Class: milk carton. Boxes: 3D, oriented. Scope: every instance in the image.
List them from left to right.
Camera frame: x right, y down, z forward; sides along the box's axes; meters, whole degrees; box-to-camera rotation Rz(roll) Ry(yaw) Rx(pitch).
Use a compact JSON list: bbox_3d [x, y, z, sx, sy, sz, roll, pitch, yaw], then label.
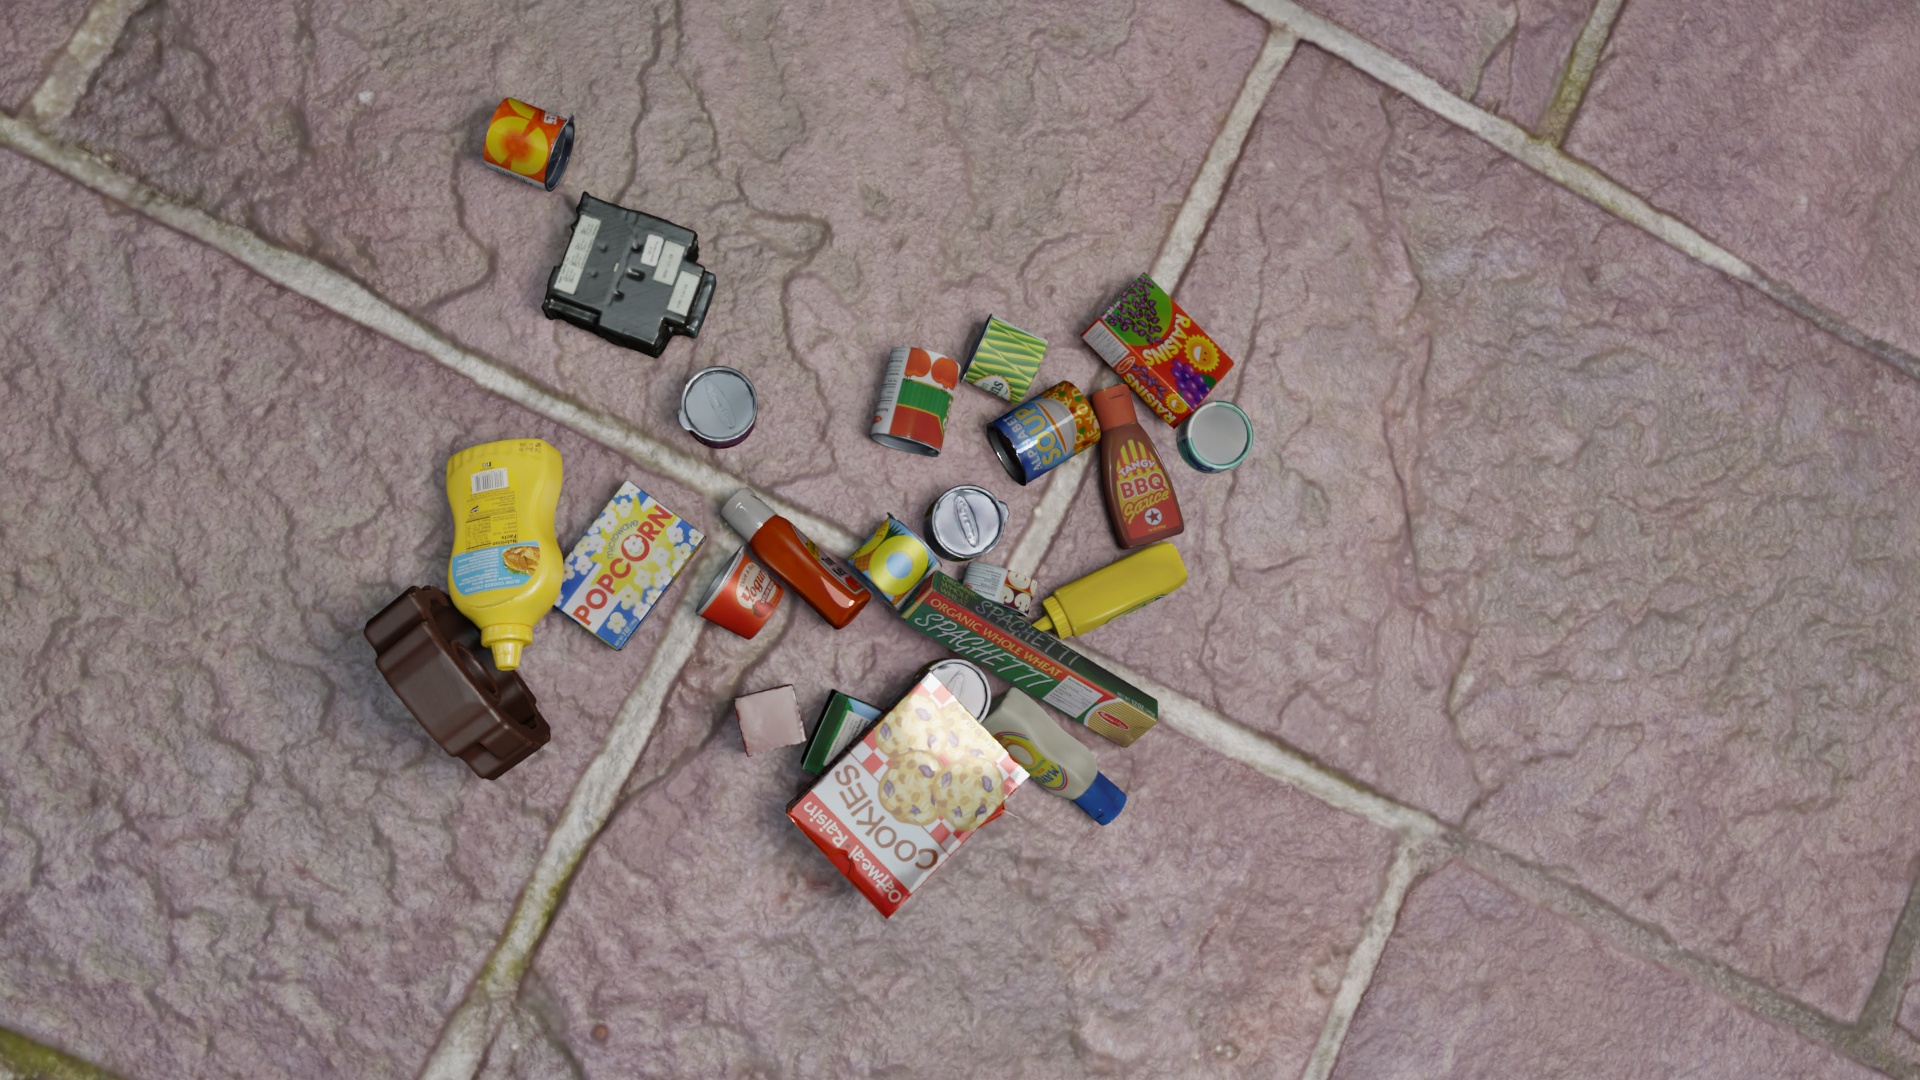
[{"bbox_3d":[-0.039,0.202,1.220,0.190,0.072,0.073,25,83,-5],"label":"milk carton"}]

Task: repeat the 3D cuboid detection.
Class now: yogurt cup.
[{"bbox_3d":[-0.191,0.050,1.214,0.054,0.072,0.072,36,81,-13],"label":"yogurt cup"}]

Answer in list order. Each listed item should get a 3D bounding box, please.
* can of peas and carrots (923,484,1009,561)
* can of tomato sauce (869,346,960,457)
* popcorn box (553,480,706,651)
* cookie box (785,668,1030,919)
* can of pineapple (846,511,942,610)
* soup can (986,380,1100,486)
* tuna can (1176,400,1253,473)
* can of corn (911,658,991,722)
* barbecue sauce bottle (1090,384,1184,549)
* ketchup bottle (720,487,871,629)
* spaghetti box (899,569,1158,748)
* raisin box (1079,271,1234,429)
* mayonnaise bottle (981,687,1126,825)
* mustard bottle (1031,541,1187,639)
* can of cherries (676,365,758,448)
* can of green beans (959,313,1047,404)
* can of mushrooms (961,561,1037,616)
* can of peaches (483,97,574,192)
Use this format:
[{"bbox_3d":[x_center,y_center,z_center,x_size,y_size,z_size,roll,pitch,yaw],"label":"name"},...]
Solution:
[{"bbox_3d":[0.004,-0.016,1.252,0.071,0.058,0.071,1,85,-10],"label":"can of peas and carrots"},{"bbox_3d":[-0.039,-0.124,1.252,0.071,0.071,0.083,14,83,-7],"label":"can of tomato sauce"},{"bbox_3d":[-0.294,0.022,1.212,0.085,0.038,0.127,36,81,-3],"label":"popcorn box"},{"bbox_3d":[-0.044,0.209,1.160,0.168,0.040,0.123,-44,93,-8],"label":"cookie box"},{"bbox_3d":[-0.061,0.019,1.235,0.071,0.071,0.058,44,81,-3],"label":"can of pineapple"},{"bbox_3d":[0.076,-0.099,1.264,0.084,0.071,0.071,-31,90,-10],"label":"soup can"},{"bbox_3d":[0.242,-0.096,1.309,0.071,0.033,0.071,1,85,-8],"label":"tuna can"},{"bbox_3d":[-0.012,0.137,1.236,0.071,0.058,0.071,1,85,-9],"label":"can of corn"},{"bbox_3d":[0.158,-0.069,1.289,0.065,0.043,0.148,-15,87,-10],"label":"barbecue sauce bottle"},{"bbox_3d":[-0.147,0.015,1.226,0.149,0.065,0.043,42,94,5],"label":"ketchup bottle"},{"bbox_3d":[0.064,0.107,1.229,0.250,0.050,0.029,31,37,-16],"label":"spaghetti box"},{"bbox_3d":[0.183,-0.177,1.290,0.123,0.040,0.086,44,55,-2],"label":"raisin box"},{"bbox_3d":[0.083,0.196,1.245,0.148,0.064,0.041,41,48,-6],"label":"mayonnaise bottle"},{"bbox_3d":[0.126,0.053,1.265,0.160,0.065,0.049,-25,84,-4],"label":"mustard bottle"},{"bbox_3d":[-0.215,-0.116,1.227,0.071,0.058,0.071,1,86,-9],"label":"can of cherries"},{"bbox_3d":[0.040,-0.165,1.267,0.058,0.071,0.071,25,82,-7],"label":"can of green beans"},{"bbox_3d":[0.035,0.044,1.250,0.071,0.071,0.033,18,82,-7],"label":"can of mushrooms"},{"bbox_3d":[-0.377,-0.350,1.218,0.058,0.071,0.071,20,83,-6],"label":"can of peaches"}]
